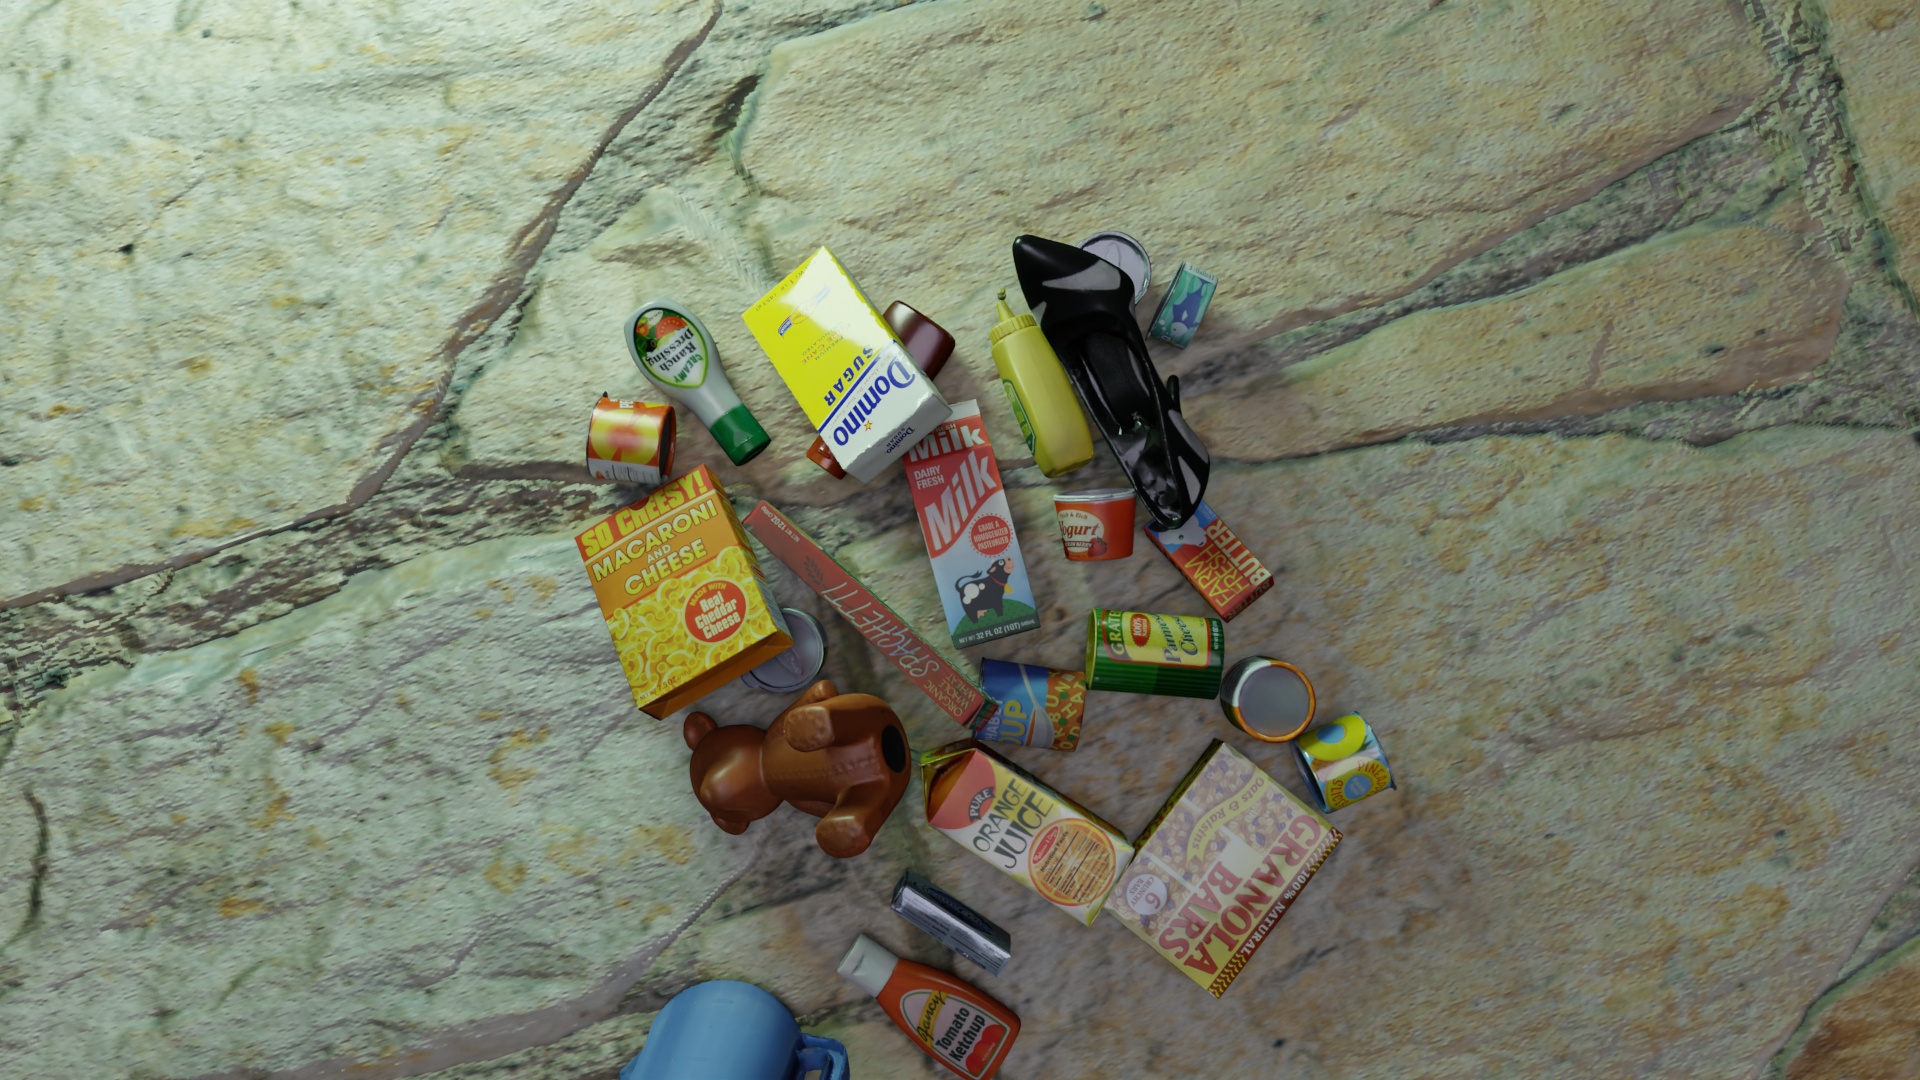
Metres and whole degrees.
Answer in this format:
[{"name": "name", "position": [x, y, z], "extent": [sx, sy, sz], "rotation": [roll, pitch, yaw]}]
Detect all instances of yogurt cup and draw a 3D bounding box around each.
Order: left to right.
[{"name": "yogurt cup", "position": [0.110, -0.013, 1.121], "extent": [0.072, 0.072, 0.054], "rotation": [-4, 96, 0]}]

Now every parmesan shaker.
[{"name": "parmesan shaker", "position": [0.155, 0.089, 1.117], "extent": [0.103, 0.071, 0.071], "rotation": [4, 89, -1]}]

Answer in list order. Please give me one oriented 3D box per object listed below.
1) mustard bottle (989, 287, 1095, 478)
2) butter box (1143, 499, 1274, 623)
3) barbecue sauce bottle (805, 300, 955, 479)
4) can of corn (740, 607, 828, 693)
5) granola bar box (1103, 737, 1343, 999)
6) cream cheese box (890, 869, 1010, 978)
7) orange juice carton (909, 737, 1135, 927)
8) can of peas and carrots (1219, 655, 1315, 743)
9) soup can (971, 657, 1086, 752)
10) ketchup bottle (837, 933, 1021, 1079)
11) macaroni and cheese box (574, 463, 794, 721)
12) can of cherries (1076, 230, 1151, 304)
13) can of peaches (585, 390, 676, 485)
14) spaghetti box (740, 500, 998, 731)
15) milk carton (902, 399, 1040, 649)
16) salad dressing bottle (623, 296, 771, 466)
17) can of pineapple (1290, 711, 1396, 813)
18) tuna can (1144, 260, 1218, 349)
[{"name": "mustard bottle", "position": [0.059, -0.131, 1.126], "extent": [0.049, 0.065, 0.160], "rotation": [-22, 83, -7]}, {"name": "butter box", "position": [0.200, 0.012, 1.120], "extent": [0.053, 0.024, 0.104], "rotation": [-38, 65, -1]}, {"name": "barbecue sauce bottle", "position": [-0.070, -0.120, 1.132], "extent": [0.065, 0.043, 0.148], "rotation": [35, 89, 13]}, {"name": "can of corn", "position": [-0.143, 0.089, 1.118], "extent": [0.071, 0.058, 0.071], "rotation": [0, 89, 0]}, {"name": "granola bar box", "position": [0.208, 0.263, 1.124], "extent": [0.124, 0.039, 0.165], "rotation": [38, 88, 1]}, {"name": "cream cheese box", "position": [-0.007, 0.306, 1.114], "extent": [0.104, 0.053, 0.024], "rotation": [33, 91, 1]}, {"name": "orange juice carton", "position": [0.037, 0.219, 1.108], "extent": [0.193, 0.072, 0.073], "rotation": [32, 88, 0]}, {"name": "can of peas and carrots", "position": [0.249, 0.129, 1.118], "extent": [0.071, 0.058, 0.071], "rotation": [0, 89, 0]}, {"name": "soup can", "position": [0.054, 0.134, 1.111], "extent": [0.084, 0.071, 0.071], "rotation": [8, 89, 0]}, {"name": "ketchup bottle", "position": [-0.028, 0.372, 1.117], "extent": [0.149, 0.043, 0.065], "rotation": [33, 89, 1]}, {"name": "macaroni and cheese box", "position": [-0.219, 0.038, 1.092], "extent": [0.124, 0.040, 0.167], "rotation": [-29, 64, 2]}, {"name": "can of cherries", "position": [0.116, -0.214, 1.129], "extent": [0.071, 0.058, 0.071], "rotation": [0, 89, 0]}, {"name": "can of peaches", "position": [-0.264, -0.082, 1.119], "extent": [0.058, 0.071, 0.071], "rotation": [7, 89, 0]}, {"name": "spaghetti box", "position": [-0.072, 0.058, 1.089], "extent": [0.250, 0.050, 0.028], "rotation": [40, 89, 18]}, {"name": "milk carton", "position": [0.004, -0.014, 1.114], "extent": [0.072, 0.073, 0.190], "rotation": [-15, 88, -1]}, {"name": "salad dressing bottle", "position": [-0.212, -0.129, 1.131], "extent": [0.064, 0.044, 0.147], "rotation": [-38, 89, -2]}, {"name": "can of pineapple", "position": [0.306, 0.179, 1.112], "extent": [0.058, 0.071, 0.071], "rotation": [-24, 89, 0]}, {"name": "tuna can", "position": [0.179, -0.188, 1.125], "extent": [0.033, 0.071, 0.071], "rotation": [25, 89, 0]}]
